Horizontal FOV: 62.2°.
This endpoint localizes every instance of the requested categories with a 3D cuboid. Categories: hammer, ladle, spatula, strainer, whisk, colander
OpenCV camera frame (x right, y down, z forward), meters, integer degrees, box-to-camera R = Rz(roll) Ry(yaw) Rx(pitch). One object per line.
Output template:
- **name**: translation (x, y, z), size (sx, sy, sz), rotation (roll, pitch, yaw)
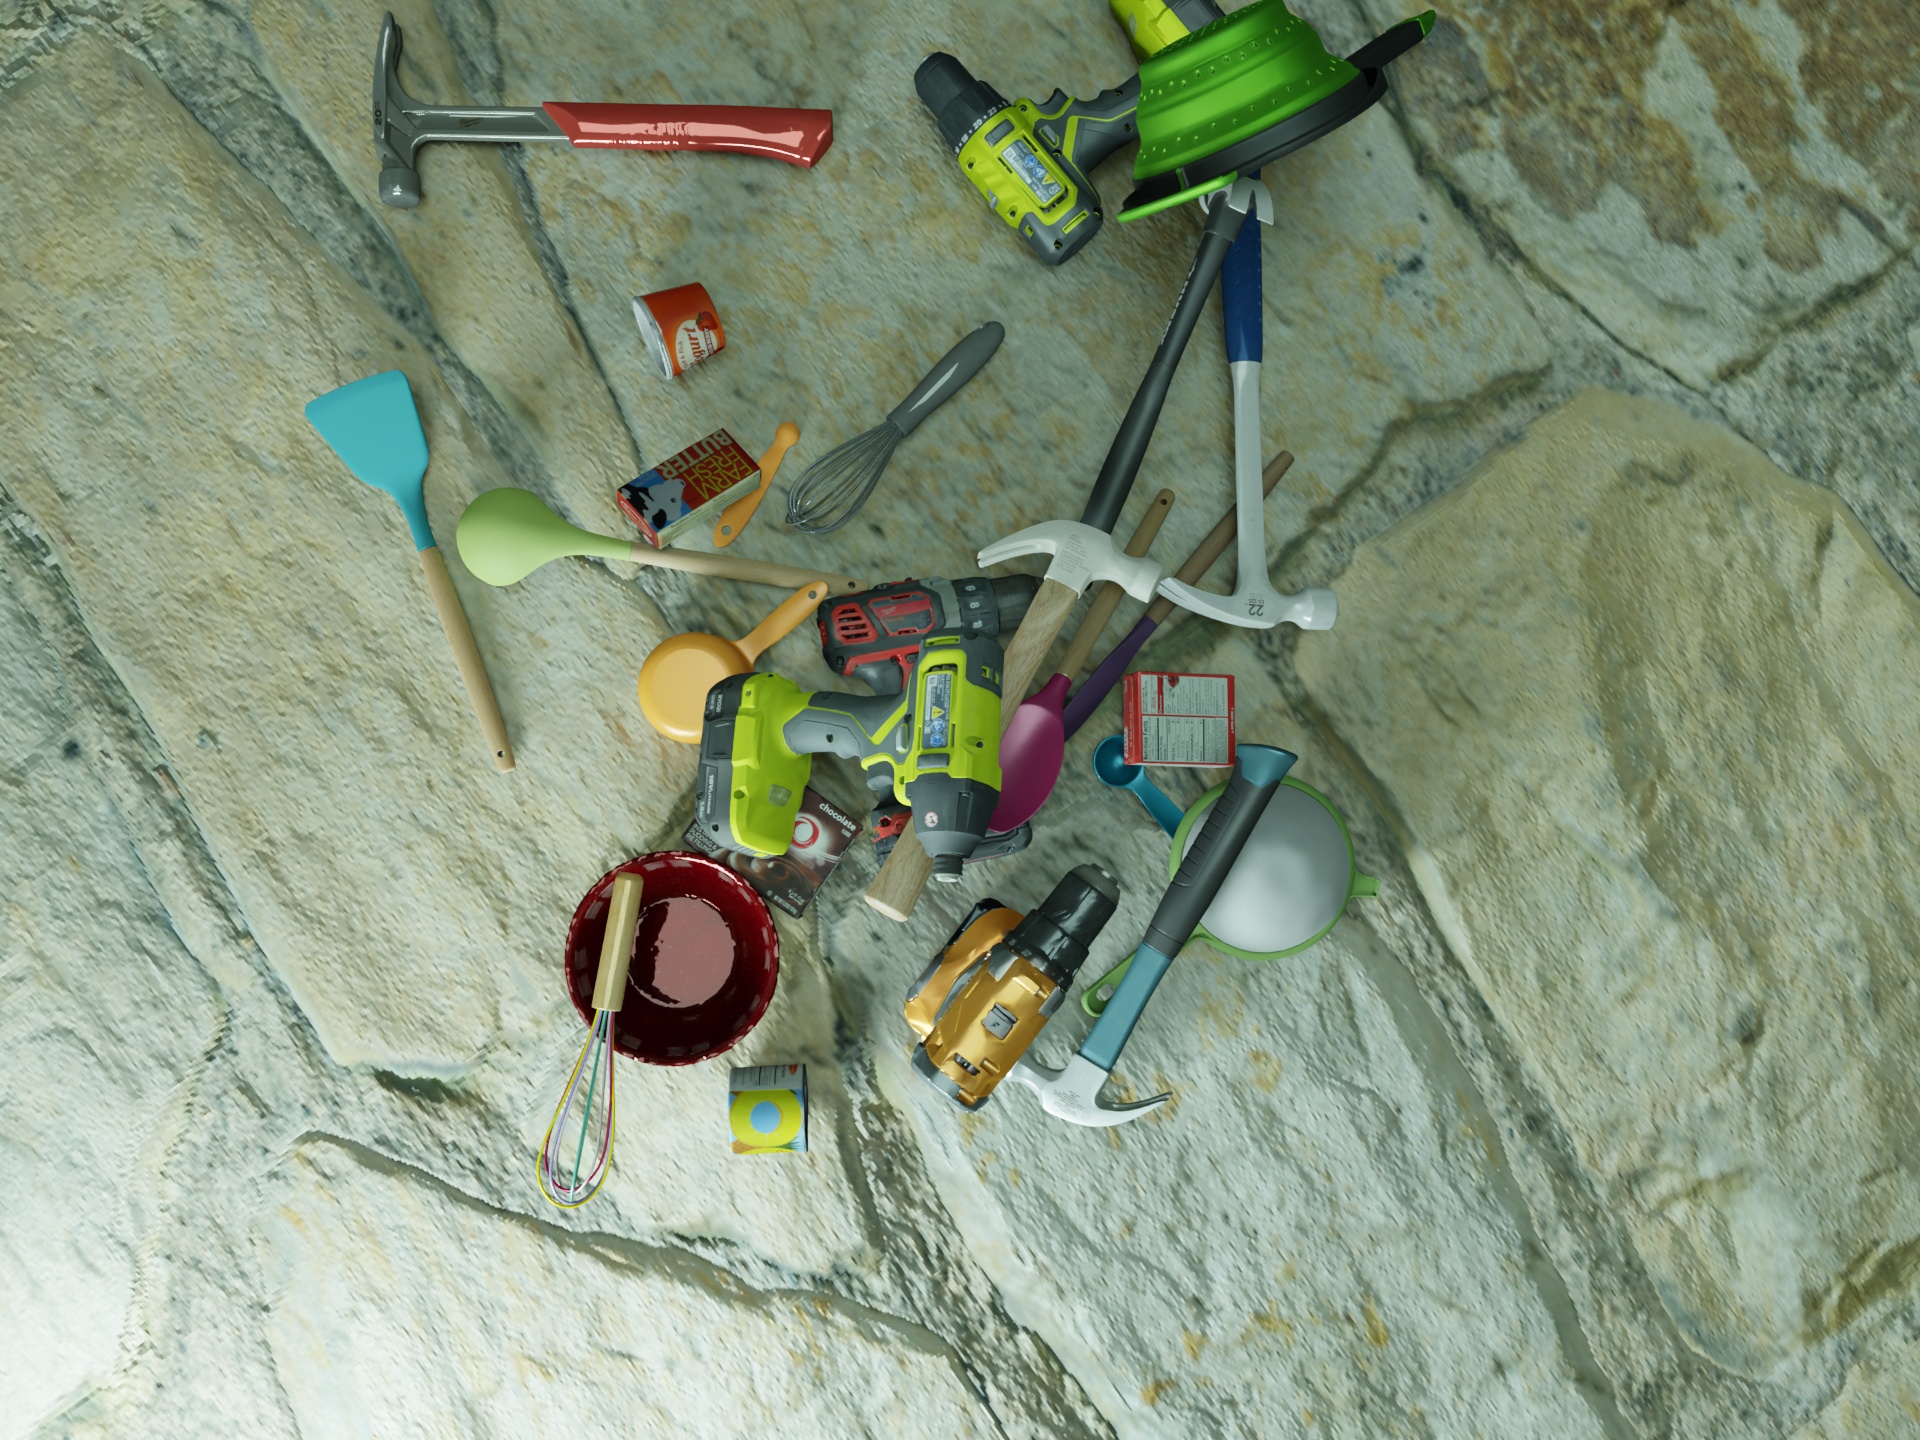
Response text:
- **hammer**: translation (0.222, -0.274, 1.266), size (0.144, 0.035, 0.405), rotation (2, 82, -13)
- **hammer**: translation (0.150, -0.255, 1.215), size (0.035, 0.146, 0.334), rotation (20, 105, -9)
- **ladle**: translation (-0.232, -0.126, 1.250), size (0.320, 0.062, 0.078), rotation (8, 81, -10)
- **spatula**: translation (-0.408, -0.108, 1.230), size (0.082, 0.044, 0.317), rotation (-21, 89, -1)
- **hammer**: translation (-0.282, -0.483, 1.266), size (0.359, 0.036, 0.149), rotation (0, 86, -3)
- **strainer**: translation (0.201, 0.149, 1.233), size (0.256, 0.069, 0.151), rotation (-38, 95, -5)
- **whisk**: translation (-0.049, -0.234, 1.260), size (0.055, 0.055, 0.239), rotation (44, 81, 0)
- **hammer**: translation (0.155, 0.161, 1.204), size (0.128, 0.033, 0.331), rotation (30, 98, 15)
- **spatula**: translation (0.167, -0.097, 1.267), size (0.018, 0.059, 0.316), rotation (36, 79, 21)
- **whisk**: translation (-0.266, 0.232, 1.162), size (0.047, 0.051, 0.245), rotation (9, 83, 3)
- **colander**: translation (0.246, -0.501, 1.197), size (0.397, 0.204, 0.094), rotation (-42, 115, -34)
- **hammer**: translation (0.021, -0.005, 1.174), size (0.130, 0.031, 0.331), rotation (27, 75, 10)

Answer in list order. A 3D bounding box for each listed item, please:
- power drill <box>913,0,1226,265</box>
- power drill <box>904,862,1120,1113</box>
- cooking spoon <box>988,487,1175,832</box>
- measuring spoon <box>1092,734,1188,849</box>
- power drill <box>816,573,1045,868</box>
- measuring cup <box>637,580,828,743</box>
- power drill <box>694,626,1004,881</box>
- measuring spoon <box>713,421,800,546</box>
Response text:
- **power drill**: translation (0.094, -0.504, 1.271), size (0.228, 0.080, 0.190), rotation (-40, 90, -2)
- **power drill**: translation (0.036, 0.179, 1.147), size (0.084, 0.226, 0.185), rotation (38, 85, -1)
- **cooking spoon**: translation (0.091, -0.053, 1.220), size (0.069, 0.017, 0.319), rotation (28, 71, 8)
- **measuring spoon**: translation (0.152, 0.064, 1.271), size (0.042, 0.021, 0.128), rotation (-44, 99, -10)
- **power drill**: translation (-0.002, -0.004, 1.234), size (0.188, 0.080, 0.227), rotation (-11, 83, -9)
- **measuring cup**: translation (-0.173, -0.052, 1.227), size (0.173, 0.052, 0.095), rotation (-40, 89, 3)
- **power drill**: translation (-0.076, 0.031, 1.129), size (0.223, 0.080, 0.171), rotation (-6, 72, 30)
- **measuring spoon**: translation (-0.163, -0.188, 1.266), size (0.021, 0.011, 0.117), rotation (31, 85, -1)
